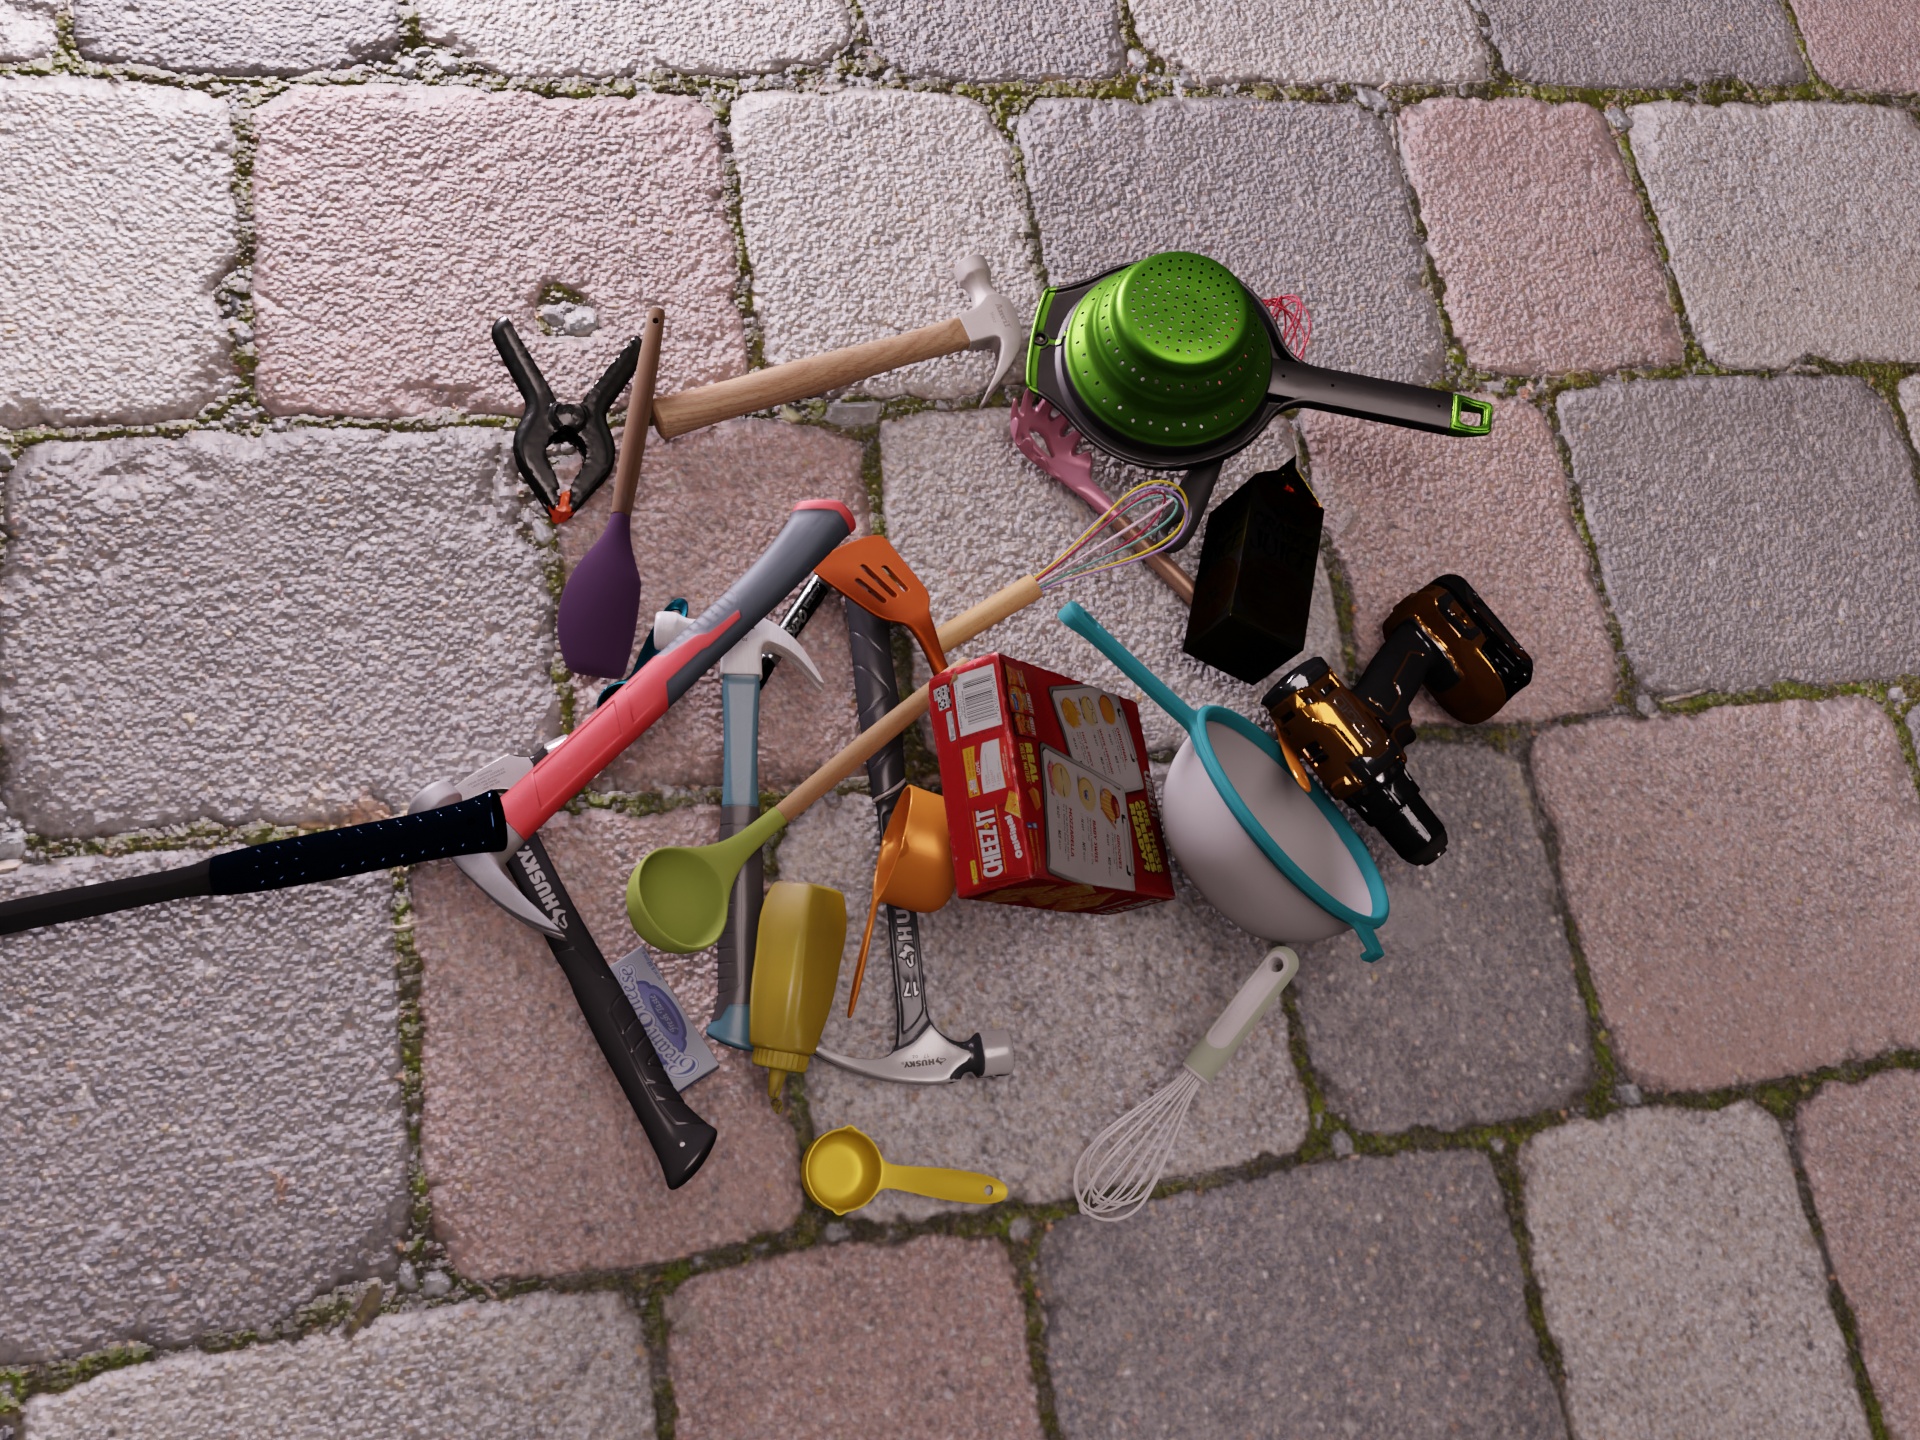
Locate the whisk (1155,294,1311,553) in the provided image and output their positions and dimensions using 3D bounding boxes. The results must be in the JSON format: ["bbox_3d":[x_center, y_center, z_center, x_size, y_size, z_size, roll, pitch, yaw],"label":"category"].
[{"bbox_3d":[0.233,-0.261,1.379,0.073,0.073,0.296,29,66,-2],"label":"whisk"}]

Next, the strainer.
[{"bbox_3d":[0.177,0.053,1.211,0.340,0.095,0.211,43,23,-7],"label":"strainer"}]

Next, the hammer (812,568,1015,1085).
[{"bbox_3d":[-0.058,0.074,1.221,0.149,0.036,0.409,-3,72,-13],"label":"hammer"}]

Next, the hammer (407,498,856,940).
[{"bbox_3d":[-0.206,-0.018,1.156,0.143,0.038,0.386,41,71,11],"label":"hammer"}]

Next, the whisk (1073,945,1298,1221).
[{"bbox_3d":[0.167,0.264,1.164,0.058,0.059,0.246,36,85,34],"label":"whisk"}]

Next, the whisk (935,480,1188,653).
[{"bbox_3d":[0.078,-0.124,1.293,0.245,0.047,0.051,-31,49,-5],"label":"whisk"}]

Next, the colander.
[{"bbox_3d":[0.257,-0.302,1.315,0.397,0.094,0.205,11,71,0],"label":"colander"}]

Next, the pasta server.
[{"bbox_3d":[0.155,-0.156,1.346,0.316,0.040,0.060,46,56,4],"label":"pasta server"}]

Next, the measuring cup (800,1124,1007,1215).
[{"bbox_3d":[-0.041,0.331,1.146,0.156,0.029,0.062,14,68,-20],"label":"measuring cup"}]

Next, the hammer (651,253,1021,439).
[{"bbox_3d":[-0.099,-0.295,1.339,0.331,0.031,0.130,-21,77,-18],"label":"hammer"}]

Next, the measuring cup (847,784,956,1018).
[{"bbox_3d":[-0.037,0.136,1.151,0.052,0.095,0.173,15,87,-10],"label":"measuring cup"}]

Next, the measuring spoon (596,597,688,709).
[{"bbox_3d":[-0.241,-0.041,1.231,0.042,0.021,0.129,22,59,1],"label":"measuring spoon"}]

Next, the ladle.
[{"bbox_3d":[-0.107,0.052,1.153,0.320,0.062,0.078,-39,98,-18],"label":"ladle"}]

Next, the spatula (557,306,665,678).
[{"bbox_3d":[-0.265,-0.184,1.248,0.059,0.018,0.316,10,73,-11],"label":"spatula"}]

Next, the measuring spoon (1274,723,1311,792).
[{"bbox_3d":[0.269,0.020,1.289,0.021,0.011,0.117,36,25,-25],"label":"measuring spoon"}]

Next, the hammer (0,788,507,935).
[{"bbox_3d":[-0.507,0.112,1.061,0.405,0.035,0.144,-11,75,-3],"label":"hammer"}]

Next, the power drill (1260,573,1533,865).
[{"bbox_3d":[0.373,-0.001,1.300,0.226,0.084,0.185,-33,81,-32],"label":"power drill"}]

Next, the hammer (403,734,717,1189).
[{"bbox_3d":[-0.269,0.174,1.113,0.146,0.035,0.335,-27,70,-18],"label":"hammer"}]

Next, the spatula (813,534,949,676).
[{"bbox_3d":[-0.002,-0.004,1.245,0.081,0.041,0.322,-32,92,-41],"label":"spatula"}]

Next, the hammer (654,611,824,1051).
[{"bbox_3d":[-0.165,0.078,1.183,0.128,0.033,0.331,1,76,-9],"label":"hammer"}]
